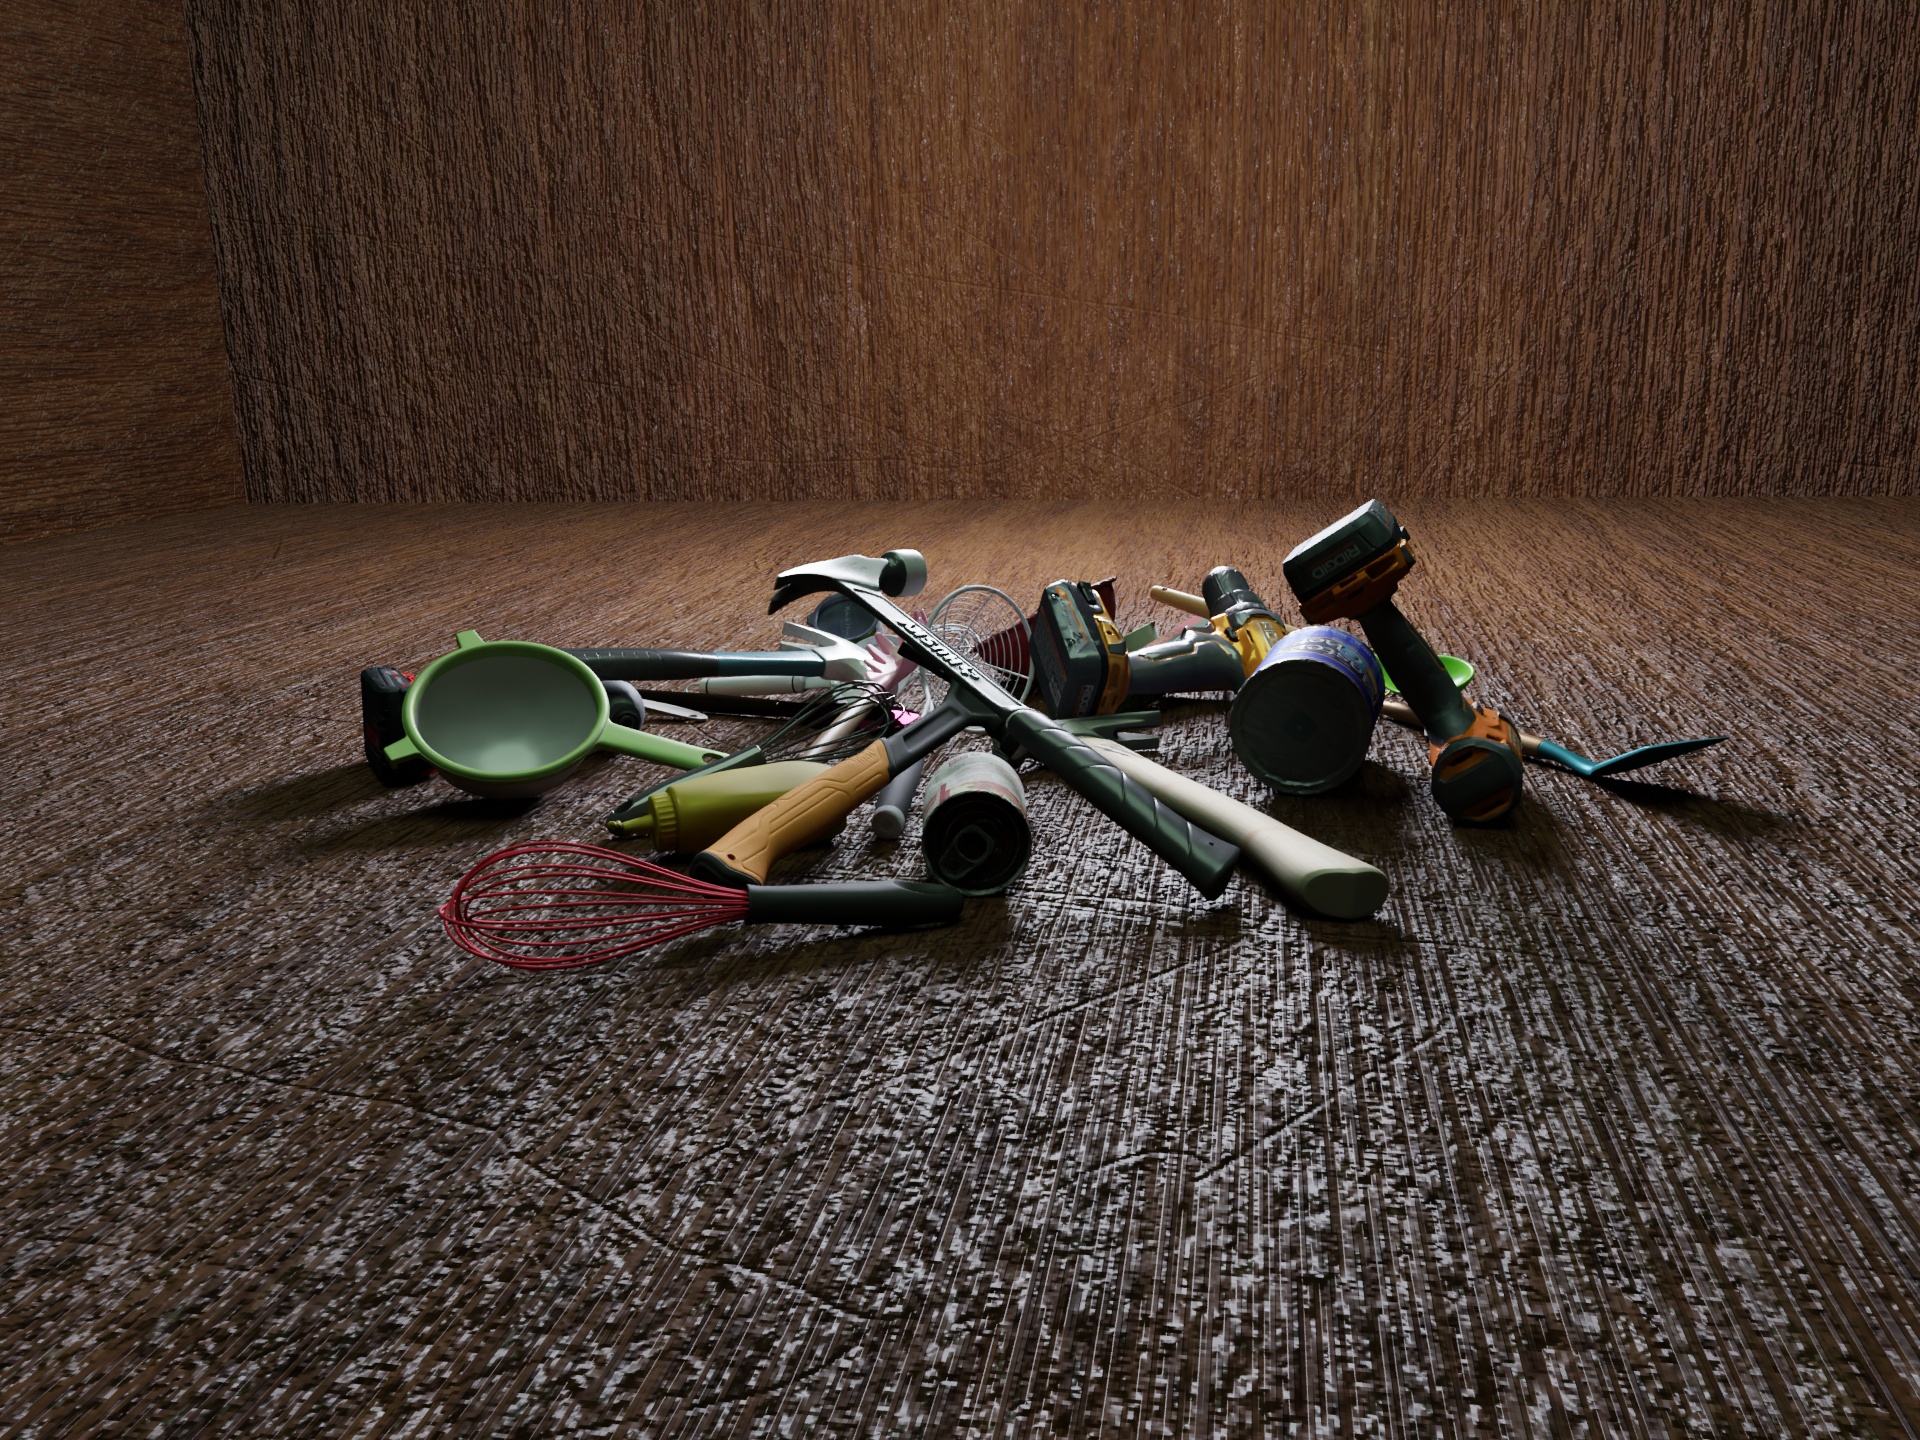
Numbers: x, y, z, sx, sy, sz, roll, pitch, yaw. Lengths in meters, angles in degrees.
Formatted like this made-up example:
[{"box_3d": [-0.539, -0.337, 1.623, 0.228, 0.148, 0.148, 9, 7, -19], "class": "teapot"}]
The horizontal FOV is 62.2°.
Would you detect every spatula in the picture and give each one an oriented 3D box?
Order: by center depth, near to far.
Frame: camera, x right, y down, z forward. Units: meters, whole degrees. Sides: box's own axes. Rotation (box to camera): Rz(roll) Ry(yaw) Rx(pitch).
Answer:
[{"box_3d": [0.444, 0.007, 1.258, 0.082, 0.044, 0.318, -6, 13, -27], "class": "spatula"}]

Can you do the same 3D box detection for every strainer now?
[{"box_3d": [-0.295, 0.024, 1.218, 0.256, 0.069, 0.152, 14, 43, -1], "class": "strainer"}, {"box_3d": [-0.142, -0.035, 1.496, 0.258, 0.050, 0.087, -2, 57, 18], "class": "strainer"}]

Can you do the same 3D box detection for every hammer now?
[{"box_3d": [0.029, -0.008, 1.062, 0.149, 0.036, 0.409, -10, 38, -42], "class": "hammer"}, {"box_3d": [-0.071, 0.031, 1.068, 0.127, 0.034, 0.337, 41, 36, 10], "class": "hammer"}, {"box_3d": [0.167, 0.055, 1.107, 0.146, 0.038, 0.411, -5, 15, -22], "class": "hammer"}, {"box_3d": [-0.224, -0.048, 1.359, 0.331, 0.033, 0.128, -1, 25, -32], "class": "hammer"}]

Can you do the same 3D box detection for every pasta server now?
[{"box_3d": [-0.090, -0.011, 1.282, 0.060, 0.040, 0.316, -25, 14, 29], "class": "pasta server"}]

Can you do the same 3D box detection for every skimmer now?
[{"box_3d": [-0.002, -0.004, 1.244, 0.090, 0.127, 0.363, -17, 19, 13], "class": "skimmer"}]

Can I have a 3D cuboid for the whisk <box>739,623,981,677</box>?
[{"box_3d": [-0.100, -0.062, 1.593, 0.246, 0.057, 0.059, -7, 44, -5], "class": "whisk"}]

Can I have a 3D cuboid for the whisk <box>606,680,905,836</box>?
[{"box_3d": [-0.145, 0.030, 1.150, 0.239, 0.055, 0.055, -25, 23, -24], "class": "whisk"}]

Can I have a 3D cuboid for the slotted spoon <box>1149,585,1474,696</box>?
[{"box_3d": [0.308, -0.073, 1.433, 0.314, 0.031, 0.070, 22, 43, 31], "class": "slotted spoon"}]

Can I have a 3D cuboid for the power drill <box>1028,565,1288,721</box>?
[{"box_3d": [0.177, -0.071, 1.372, 0.226, 0.084, 0.186, 1, 43, -15], "class": "power drill"}]

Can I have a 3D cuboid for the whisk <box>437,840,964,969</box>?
[{"box_3d": [-0.140, 0.104, 0.900, 0.295, 0.073, 0.073, 1, 12, -16], "class": "whisk"}]

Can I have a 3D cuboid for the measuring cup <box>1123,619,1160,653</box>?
[{"box_3d": [0.147, -0.054, 1.491, 0.083, 0.038, 0.167, -27, 2, 19], "class": "measuring cup"}]

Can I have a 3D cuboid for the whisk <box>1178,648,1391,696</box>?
[{"box_3d": [0.278, -0.036, 1.466, 0.245, 0.047, 0.051, -2, 14, 15], "class": "whisk"}]

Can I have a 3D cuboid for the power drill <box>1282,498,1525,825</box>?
[{"box_3d": [0.328, -0.044, 1.149, 0.084, 0.226, 0.164, -32, 1, 22], "class": "power drill"}]

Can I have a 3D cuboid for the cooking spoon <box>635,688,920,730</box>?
[{"box_3d": [-0.187, -0.013, 1.449, 0.319, 0.017, 0.069, 4, 19, 23], "class": "cooking spoon"}]

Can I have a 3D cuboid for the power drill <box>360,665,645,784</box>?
[{"box_3d": [-0.376, -0.004, 1.326, 0.219, 0.078, 0.143, -6, 14, -28], "class": "power drill"}]

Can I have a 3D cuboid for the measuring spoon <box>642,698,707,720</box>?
[{"box_3d": [-0.287, -0.007, 1.460, 0.124, 0.018, 0.034, 12, 18, 21], "class": "measuring spoon"}]
